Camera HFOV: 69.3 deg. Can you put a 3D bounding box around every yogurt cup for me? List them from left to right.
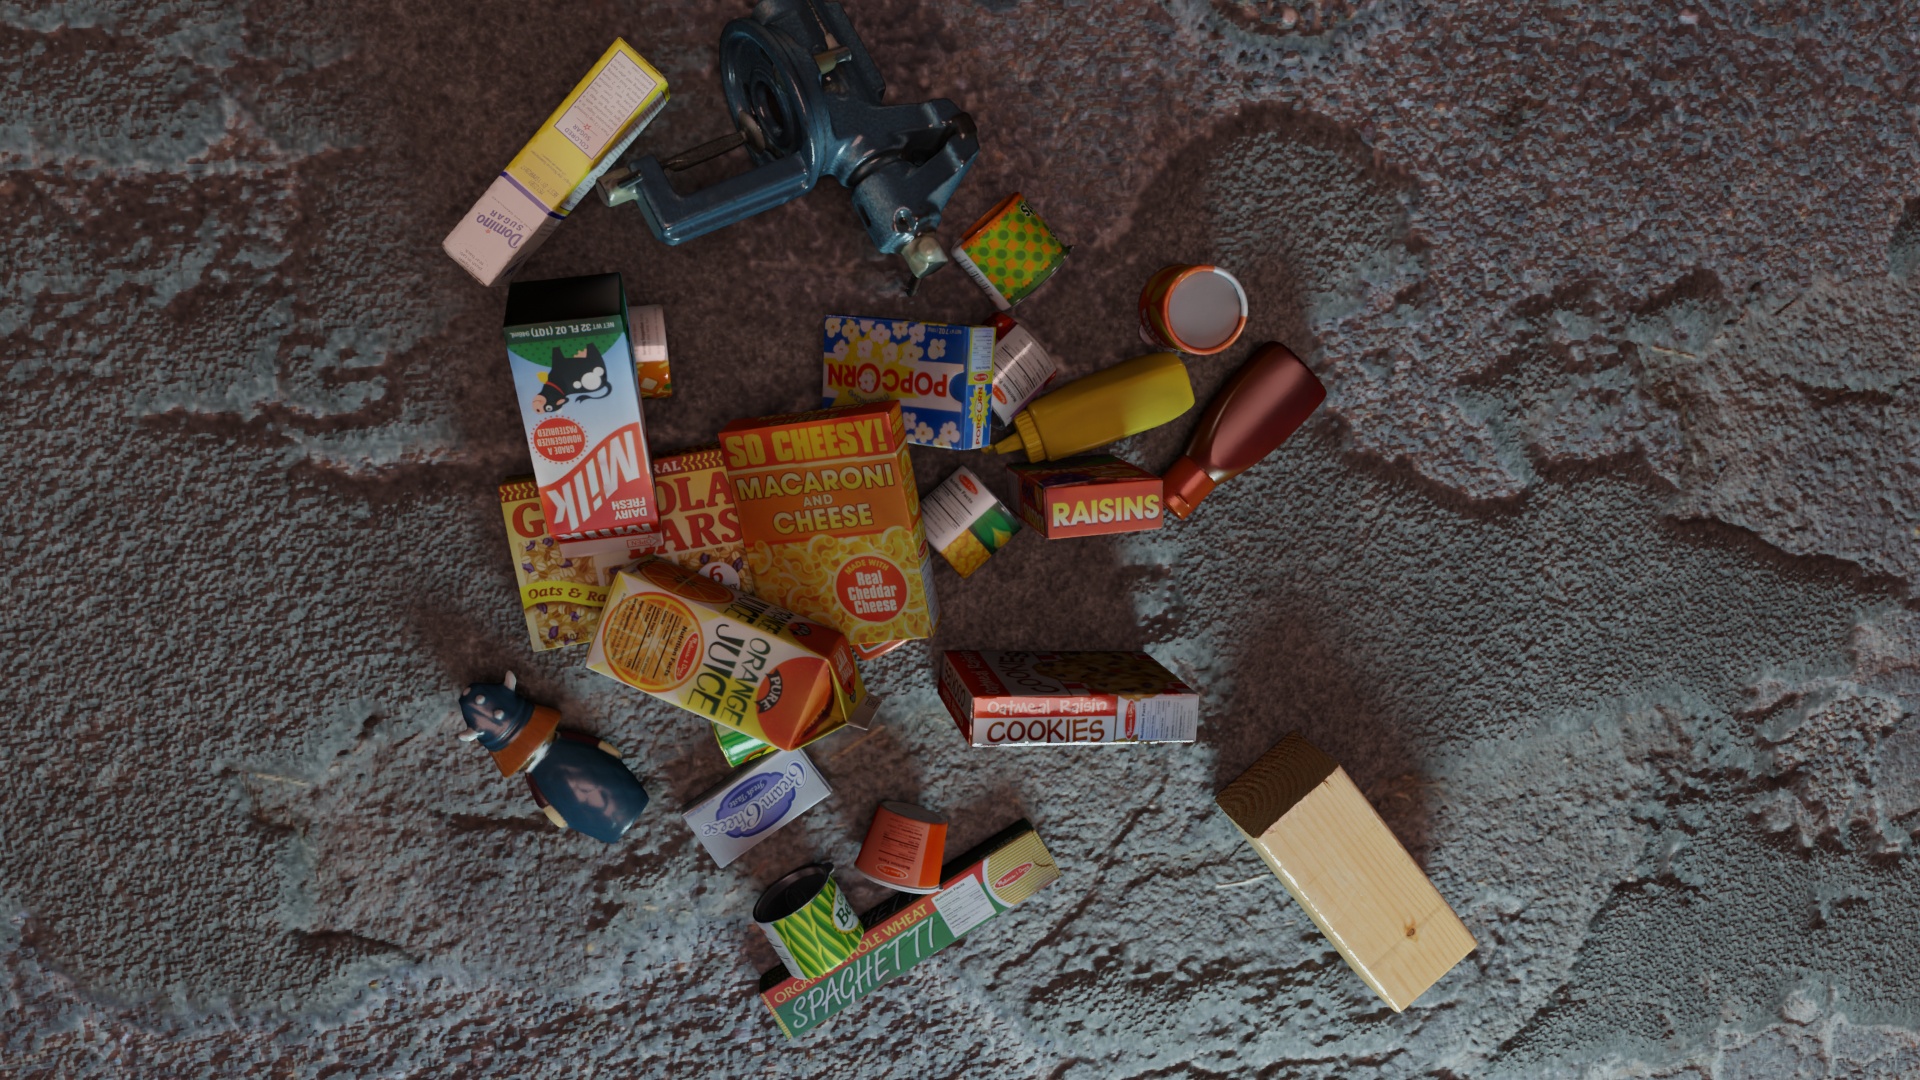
[{"bbox_3d":[-0.043,0.234,1.067,0.072,0.072,0.054,15,90,-13],"label":"yogurt cup"}]

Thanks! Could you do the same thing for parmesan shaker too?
[{"bbox_3d":[-0.131,0.118,1.022,0.103,0.071,0.071,-21,104,-6],"label":"parmesan shaker"}]

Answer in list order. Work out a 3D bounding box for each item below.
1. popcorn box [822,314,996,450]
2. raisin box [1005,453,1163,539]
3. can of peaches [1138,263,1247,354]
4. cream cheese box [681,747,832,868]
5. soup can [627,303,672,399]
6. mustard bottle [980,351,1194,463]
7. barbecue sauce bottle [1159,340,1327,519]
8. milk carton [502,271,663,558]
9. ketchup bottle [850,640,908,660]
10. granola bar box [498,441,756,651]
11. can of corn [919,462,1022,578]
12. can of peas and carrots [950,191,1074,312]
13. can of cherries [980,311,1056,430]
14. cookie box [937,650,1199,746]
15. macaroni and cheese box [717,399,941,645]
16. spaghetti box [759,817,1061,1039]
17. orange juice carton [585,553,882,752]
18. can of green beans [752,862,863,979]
[{"bbox_3d":[-0.038,-0.113,0.976,0.127,0.038,0.085,10,102,33],"label":"popcorn box"},{"bbox_3d":[0.088,-0.034,1.010,0.086,0.123,0.040,-5,102,-10],"label":"raisin box"},{"bbox_3d":[0.171,-0.171,1.034,0.071,0.058,0.071,-2,101,-11],"label":"can of peaches"},{"bbox_3d":[-0.155,0.197,1.057,0.104,0.024,0.053,-34,105,-3],"label":"cream cheese box"},{"bbox_3d":[-0.244,-0.126,0.959,0.084,0.071,0.071,-6,102,-11],"label":"soup can"},{"bbox_3d":[0.091,-0.093,1.033,0.160,0.065,0.048,-21,109,0],"label":"mustard bottle"},{"bbox_3d":[0.209,-0.081,1.066,0.065,0.044,0.148,44,91,-15],"label":"barbecue sauce bottle"},{"bbox_3d":[-0.242,-0.071,0.906,0.072,0.074,0.189,-7,123,-10],"label":"milk carton"},{"bbox_3d":[-0.084,0.013,1.026,0.065,0.043,0.148,-30,104,3],"label":"ketchup bottle"},{"bbox_3d":[-0.233,0.002,0.997,0.166,0.039,0.124,-10,103,-9],"label":"granola bar box"},{"bbox_3d":[0.004,-0.013,1.028,0.058,0.071,0.071,-42,105,0],"label":"can of corn"},{"bbox_3d":[0.037,-0.209,0.996,0.071,0.071,0.058,-43,105,0],"label":"can of peas and carrots"},{"bbox_3d":[0.026,-0.124,1.010,0.058,0.071,0.071,-47,105,-6],"label":"can of cherries"},{"bbox_3d":[0.076,0.116,1.036,0.168,0.123,0.040,1,100,-11],"label":"cookie box"},{"bbox_3d":[-0.090,-0.009,0.971,0.124,0.040,0.165,-6,110,12],"label":"macaroni and cheese box"},{"bbox_3d":[-0.040,0.306,1.098,0.250,0.029,0.050,-30,105,-4],"label":"spaghetti box"},{"bbox_3d":[-0.147,0.082,0.947,0.193,0.072,0.073,22,100,0],"label":"orange juice carton"},{"bbox_3d":[-0.116,0.291,1.061,0.071,0.071,0.057,-30,105,-4],"label":"can of green beans"}]
